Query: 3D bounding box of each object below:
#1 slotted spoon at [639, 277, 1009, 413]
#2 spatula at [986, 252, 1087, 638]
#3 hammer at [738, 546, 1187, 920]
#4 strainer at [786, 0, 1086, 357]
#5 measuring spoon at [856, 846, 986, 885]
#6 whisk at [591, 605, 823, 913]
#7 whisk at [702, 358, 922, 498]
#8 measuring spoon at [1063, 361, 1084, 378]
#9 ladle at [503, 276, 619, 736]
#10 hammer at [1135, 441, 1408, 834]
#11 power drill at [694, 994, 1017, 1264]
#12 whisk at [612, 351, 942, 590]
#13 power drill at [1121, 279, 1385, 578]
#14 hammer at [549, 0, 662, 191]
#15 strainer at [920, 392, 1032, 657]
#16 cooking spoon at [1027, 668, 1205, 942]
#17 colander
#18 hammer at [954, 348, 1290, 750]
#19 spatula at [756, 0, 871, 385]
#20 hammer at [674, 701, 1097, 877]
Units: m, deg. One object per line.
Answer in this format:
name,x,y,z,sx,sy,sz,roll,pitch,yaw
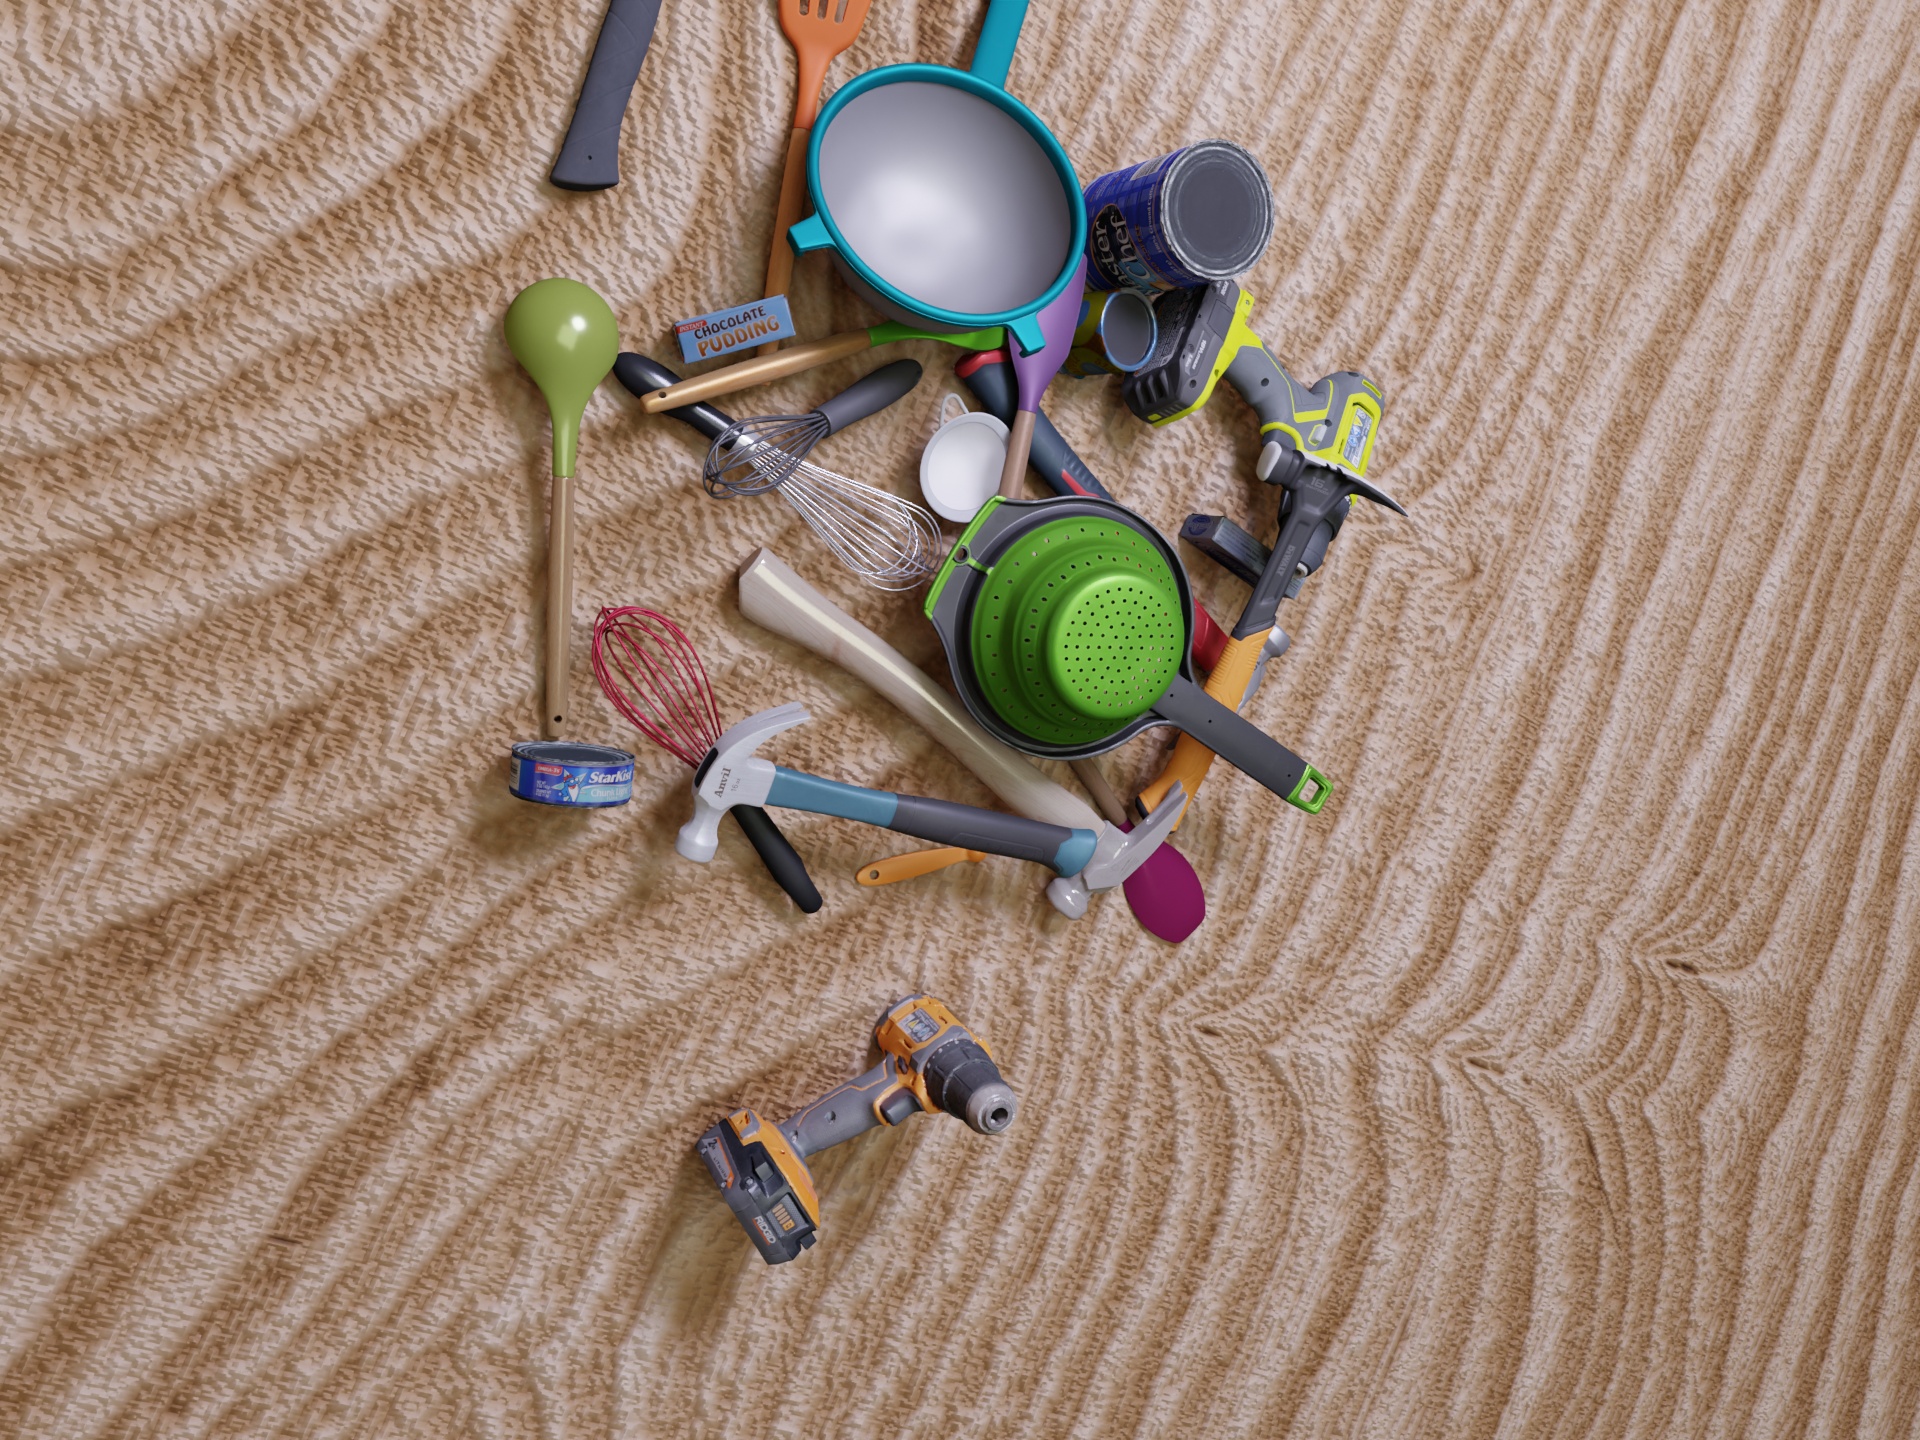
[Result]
slotted spoon,-0.090,-0.273,1.171,0.313,0.031,0.070,-23,74,-26
spatula,0.044,-0.213,1.227,0.059,0.018,0.316,11,91,-23
hammer,-0.002,-0.004,1.250,0.410,0.038,0.146,39,104,-22
strainer,-0.006,-0.419,1.187,0.211,0.095,0.341,21,66,-14
measuring spoon,-0.029,0.116,1.288,0.117,0.011,0.021,-11,102,-24
whisk,-0.181,0.034,1.181,0.073,0.073,0.295,-39,117,-16
whisk,-0.102,-0.218,1.150,0.239,0.055,0.055,-40,114,-42
measuring spoon,0.061,-0.323,1.270,0.042,0.021,0.128,-53,124,-22
ladle,-0.283,-0.147,1.121,0.078,0.062,0.320,-1,105,-25
hammer,0.237,-0.053,1.305,0.127,0.034,0.336,19,108,-16
power drill,-0.072,0.309,1.202,0.226,0.185,0.084,-33,111,-15
whisk,-0.132,-0.187,1.176,0.284,0.070,0.070,33,83,-21
power drill,0.246,-0.244,1.313,0.228,0.080,0.191,33,66,-25
hammer,-0.206,-0.560,1.096,0.149,0.036,0.409,18,90,-25
strainer,0.027,-0.141,1.264,0.087,0.050,0.258,-30,115,-16
cooking spoon,0.123,0.067,1.349,0.069,0.017,0.318,-41,113,-16
colander,0.162,-0.022,1.216,0.396,0.095,0.204,32,90,-24
hammer,0.117,-0.143,1.307,0.143,0.038,0.386,-48,114,-10
spatula,-0.119,-0.406,1.156,0.081,0.041,0.322,9,95,-10
hammer,-0.042,0.072,1.204,0.330,0.033,0.128,14,105,-27
